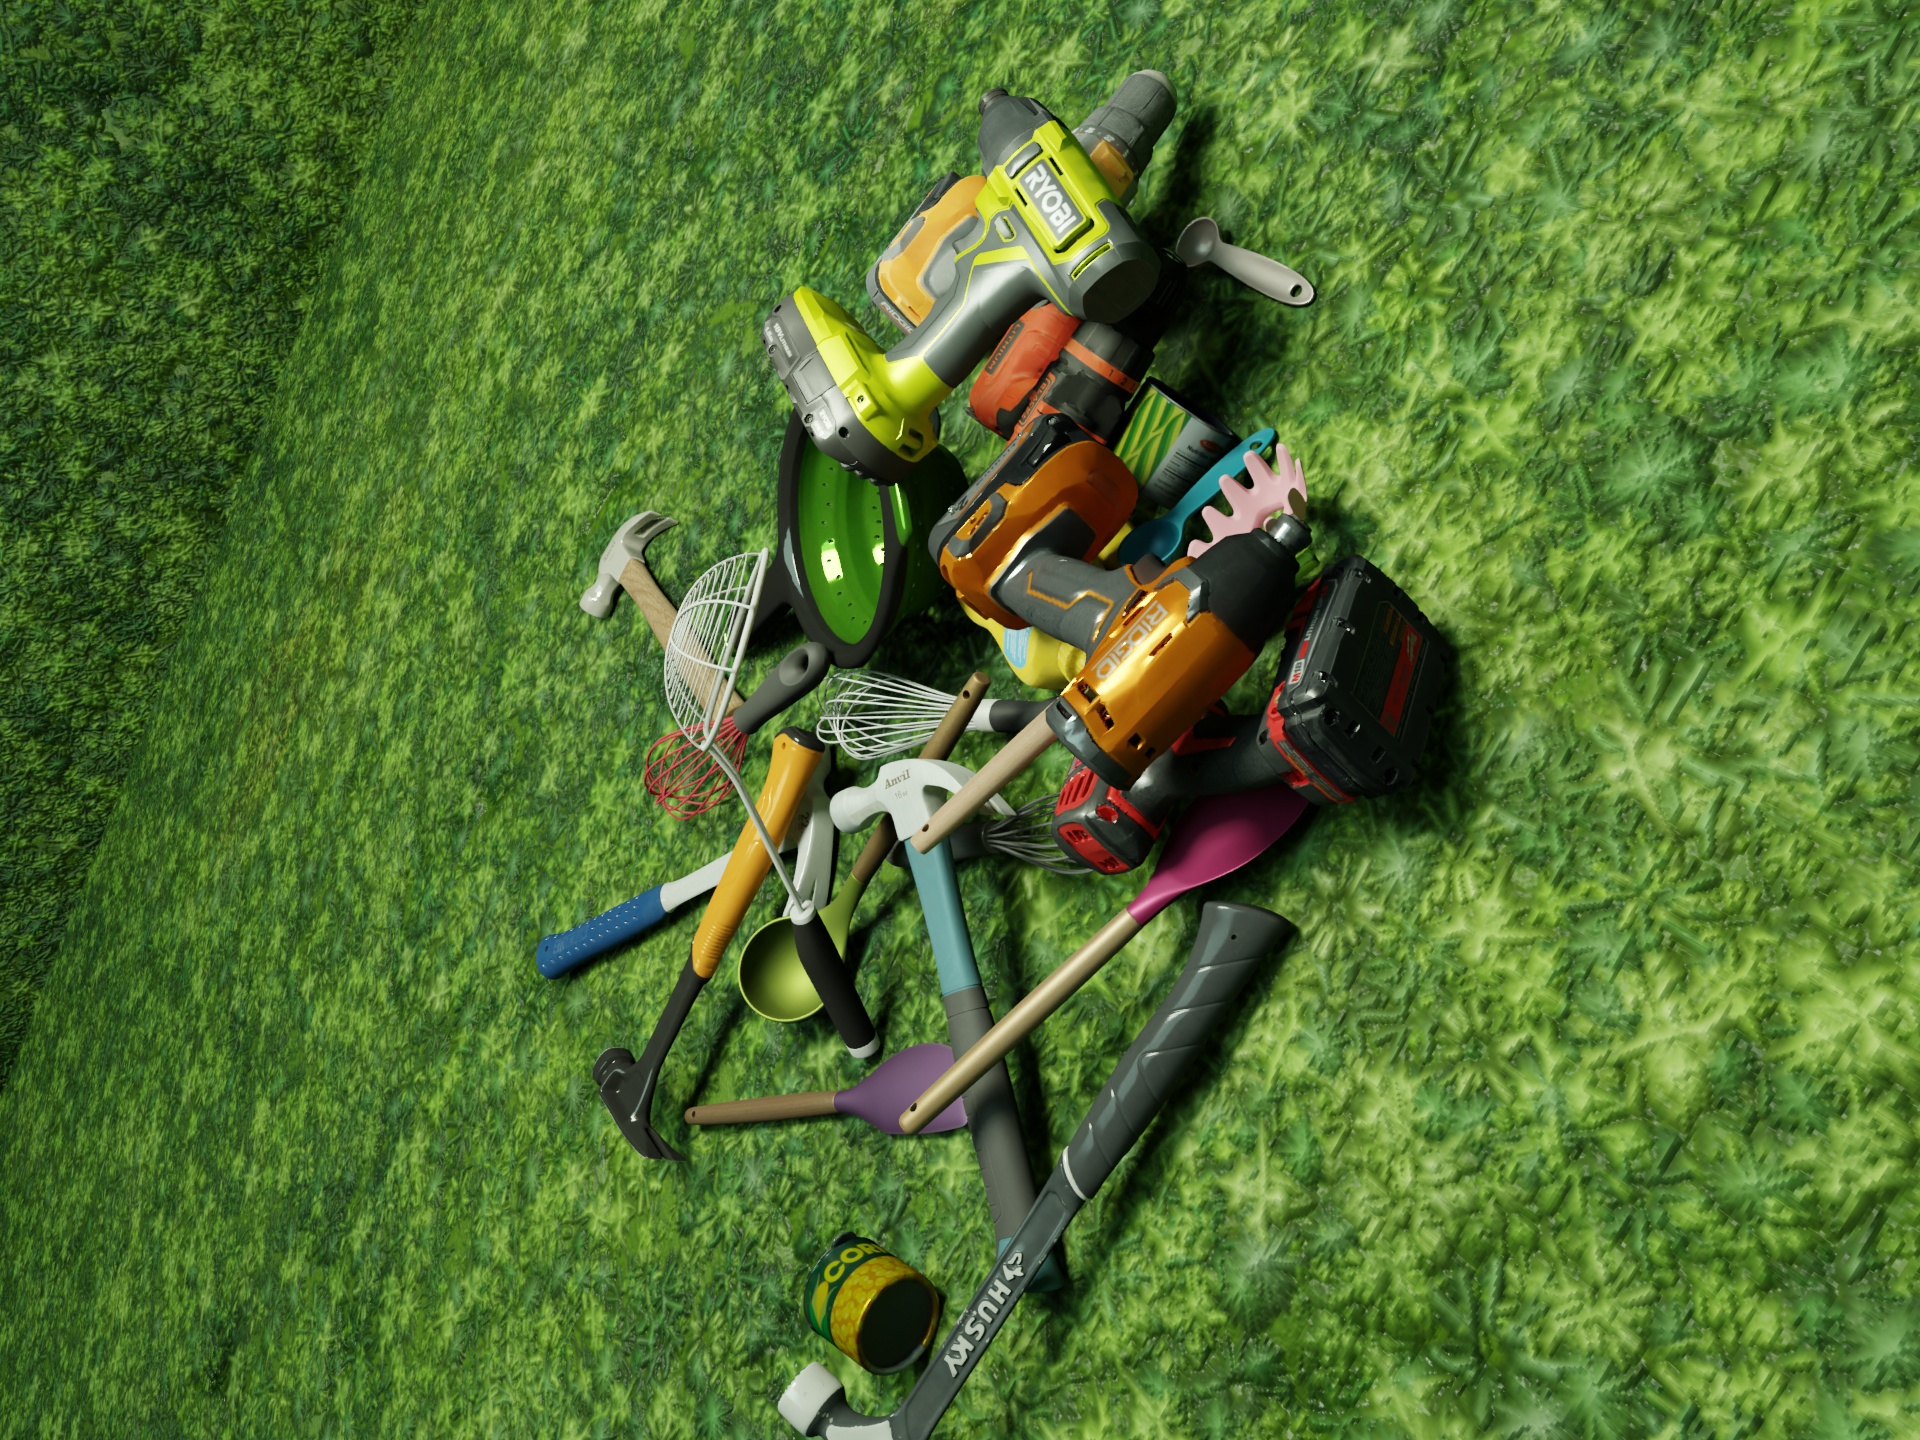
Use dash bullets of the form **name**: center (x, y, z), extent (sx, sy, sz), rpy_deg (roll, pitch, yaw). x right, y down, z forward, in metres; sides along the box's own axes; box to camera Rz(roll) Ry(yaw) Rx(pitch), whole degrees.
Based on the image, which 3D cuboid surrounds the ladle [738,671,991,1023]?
- **ladle**: center (-0.065, 0.090, 1.081), extent (0.078, 0.062, 0.320), rpy_deg (47, 125, 24)

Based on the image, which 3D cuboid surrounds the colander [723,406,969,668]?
- **colander**: center (-0.087, -0.122, 1.214), extent (0.397, 0.094, 0.204), rpy_deg (-32, 69, 61)

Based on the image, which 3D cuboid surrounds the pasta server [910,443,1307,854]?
- **pasta server**: center (0.082, -0.034, 0.922), extent (0.316, 0.040, 0.060), rpy_deg (-43, 35, 11)

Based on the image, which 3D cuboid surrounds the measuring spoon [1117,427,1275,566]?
- **measuring spoon**: center (0.148, -0.128, 0.959), extent (0.128, 0.021, 0.042), rpy_deg (-43, 39, -10)

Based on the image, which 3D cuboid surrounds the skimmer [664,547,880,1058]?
- **skimmer**: center (-0.097, 0.067, 1.020), extent (0.090, 0.363, 0.127), rpy_deg (-19, 26, 5)

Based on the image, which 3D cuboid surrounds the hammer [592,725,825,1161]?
- **hammer**: center (-0.181, 0.161, 1.191), extent (0.127, 0.034, 0.337), rpy_deg (37, 104, 51)

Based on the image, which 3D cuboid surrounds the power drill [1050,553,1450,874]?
- **power drill**: center (0.149, -0.001, 0.874), extent (0.219, 0.078, 0.143), rpy_deg (-24, 31, 48)

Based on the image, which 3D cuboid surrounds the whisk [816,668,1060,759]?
- **whisk**: center (-0.002, -0.004, 1.088), extent (0.285, 0.070, 0.070), rpy_deg (1, 77, 45)

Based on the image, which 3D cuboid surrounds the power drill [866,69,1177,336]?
- **power drill**: center (0.045, -0.356, 1.107), extent (0.185, 0.084, 0.226), rpy_deg (-55, 25, -15)

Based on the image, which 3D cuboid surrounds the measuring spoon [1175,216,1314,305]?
- **measuring spoon**: center (0.184, -0.287, 1.012), extent (0.124, 0.018, 0.034), rpy_deg (43, 108, 41)

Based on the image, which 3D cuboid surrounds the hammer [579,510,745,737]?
- **hammer**: center (-0.262, -0.086, 1.441), extent (0.130, 0.031, 0.332), rpy_deg (-59, 41, 16)

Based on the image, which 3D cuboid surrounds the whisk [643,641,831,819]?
- **whisk**: center (-0.175, 0.008, 1.243), extent (0.296, 0.073, 0.073), rpy_deg (-36, 50, 49)

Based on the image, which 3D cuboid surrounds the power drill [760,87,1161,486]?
- **power drill**: center (-0.007, -0.264, 0.965), extent (0.223, 0.080, 0.171), rpy_deg (-37, 63, 20)

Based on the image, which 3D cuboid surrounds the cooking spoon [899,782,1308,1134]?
- **cooking spoon**: center (0.081, 0.129, 0.908), extent (0.319, 0.017, 0.069), rpy_deg (-44, 34, 8)

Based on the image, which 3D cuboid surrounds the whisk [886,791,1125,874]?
- **whisk**: center (0.022, 0.079, 1.037), extent (0.239, 0.055, 0.055), rpy_deg (-13, 67, 51)

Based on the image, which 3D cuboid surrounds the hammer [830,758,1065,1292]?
- **hammer**: center (0.004, 0.179, 0.972), extent (0.128, 0.033, 0.331), rpy_deg (-27, 69, 37)

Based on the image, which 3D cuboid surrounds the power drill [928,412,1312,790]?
- **power drill**: center (0.086, -0.082, 0.871), extent (0.164, 0.084, 0.227), rpy_deg (-46, 39, 9)

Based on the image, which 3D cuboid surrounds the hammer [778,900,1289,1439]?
- **hammer**: center (0.059, 0.273, 0.888), extent (0.149, 0.036, 0.409), rpy_deg (35, 97, 21)

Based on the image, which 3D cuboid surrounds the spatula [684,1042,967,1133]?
- **spatula**: center (-0.101, 0.269, 1.126), extent (0.316, 0.018, 0.060), rpy_deg (-19, 58, 43)

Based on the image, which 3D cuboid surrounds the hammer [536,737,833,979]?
- **hammer**: center (-0.237, 0.149, 1.318), extent (0.405, 0.035, 0.144), rpy_deg (-28, 55, 40)
